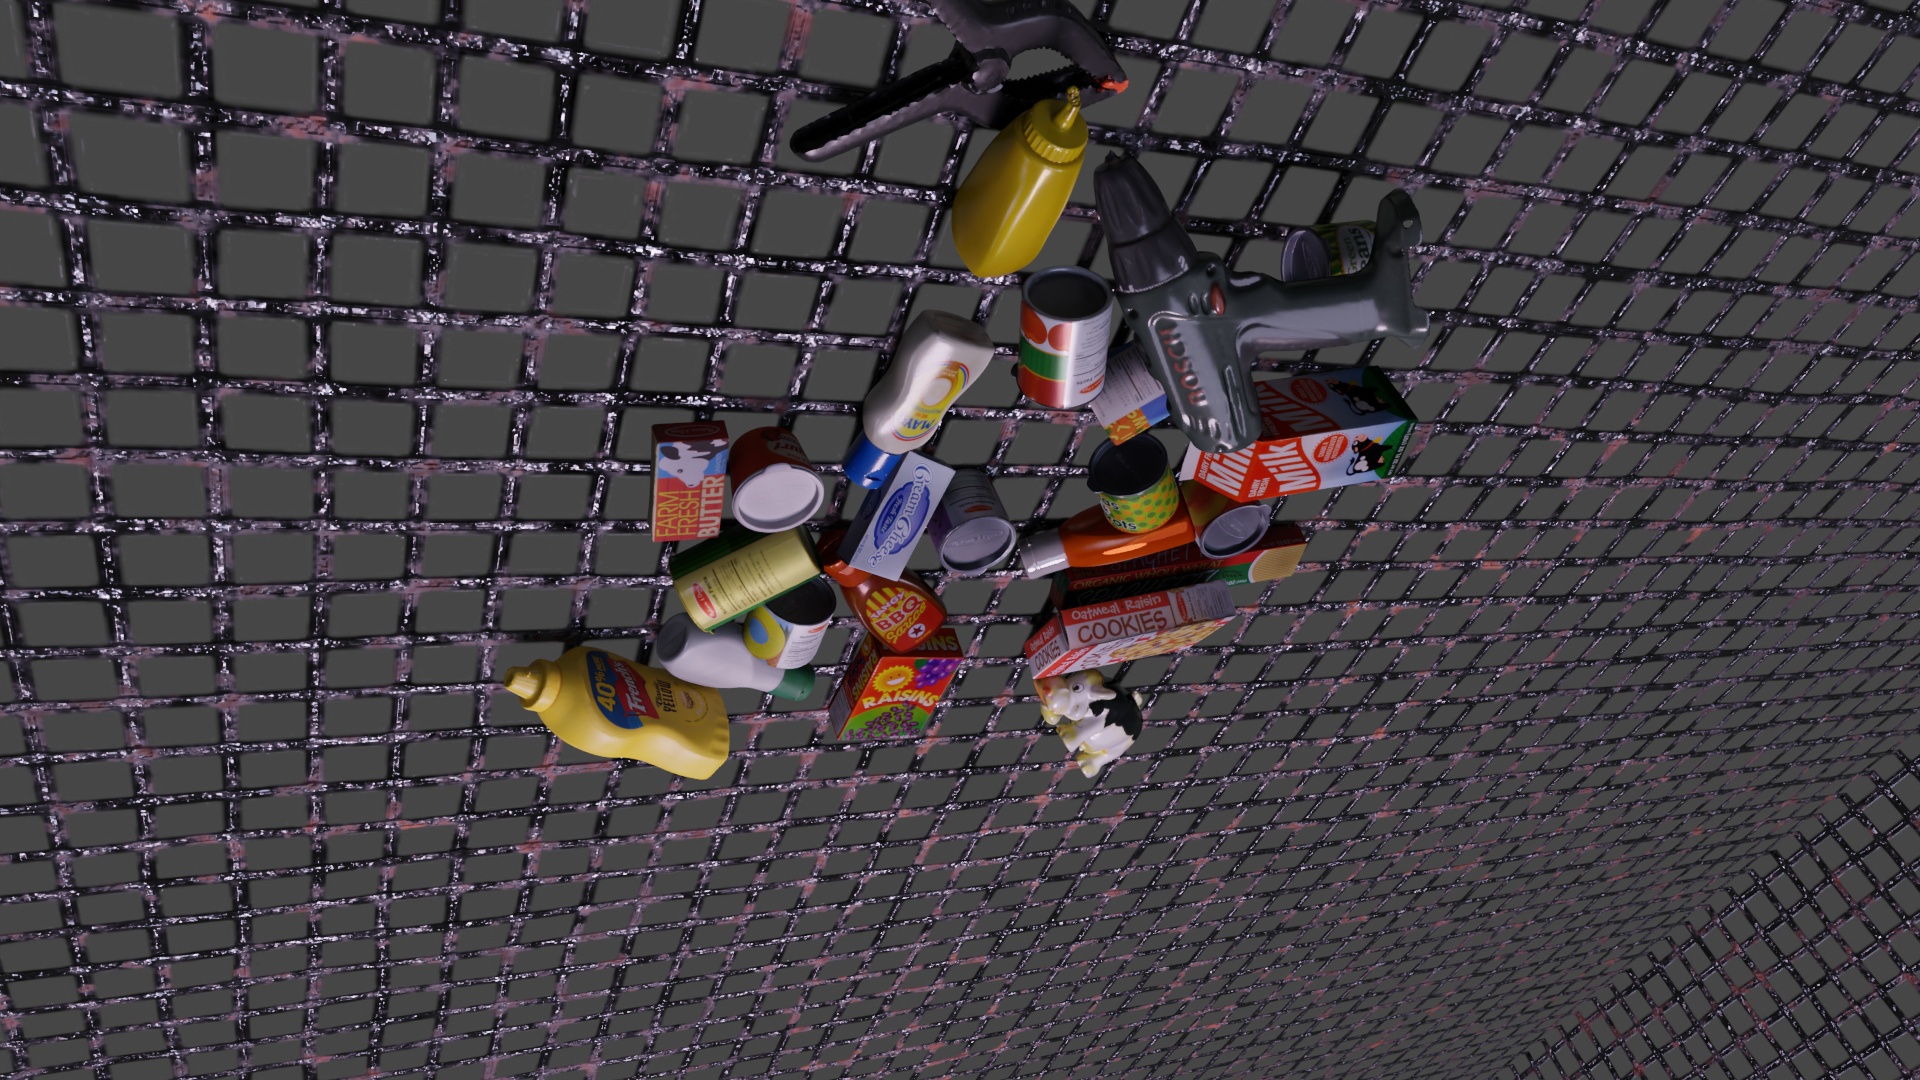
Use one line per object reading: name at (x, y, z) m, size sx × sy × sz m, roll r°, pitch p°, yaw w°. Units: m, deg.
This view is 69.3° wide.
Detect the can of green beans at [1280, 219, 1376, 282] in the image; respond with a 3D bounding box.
can of green beans at (0.283, -0.206, 1.045) m, size 0.058 × 0.071 × 0.070 m, roll -9°, pitch 139°, yaw -17°

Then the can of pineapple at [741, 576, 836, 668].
can of pineapple at (-0.143, 0.062, 1.144) m, size 0.071 × 0.071 × 0.057 m, roll 2°, pitch 135°, yaw -27°

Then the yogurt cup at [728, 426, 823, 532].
yogurt cup at (-0.140, -0.047, 1.028) m, size 0.072 × 0.054 × 0.072 m, roll -14°, pitch 140°, yaw -12°

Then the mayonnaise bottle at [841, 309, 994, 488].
mayonnaise bottle at (-0.038, -0.101, 1.027) m, size 0.065 × 0.041 × 0.147 m, roll 11°, pitch 130°, yaw -37°

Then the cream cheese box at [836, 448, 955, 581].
cream cheese box at (-0.051, -0.023, 1.095) m, size 0.053 × 0.024 × 0.103 m, roll 21°, pitch 101°, yaw -41°

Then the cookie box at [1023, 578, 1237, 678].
cookie box at (0.155, 0.083, 1.297) m, size 0.168 × 0.040 × 0.122 m, roll -10°, pitch 164°, yaw -16°

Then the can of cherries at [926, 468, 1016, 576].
can of cherries at (0.004, -0.014, 1.133) m, size 0.071 × 0.058 × 0.071 m, roll -14°, pitch 140°, yaw -12°

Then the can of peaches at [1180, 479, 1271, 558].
can of peaches at (0.233, -0.028, 1.229) m, size 0.071 × 0.058 × 0.071 m, roll -13°, pitch 139°, yaw -12°

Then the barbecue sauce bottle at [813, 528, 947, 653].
barbecue sauce bottle at (-0.070, 0.040, 1.169) m, size 0.065 × 0.044 × 0.148 m, roll -38°, pitch 139°, yaw 4°

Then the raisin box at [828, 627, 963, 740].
raisin box at (-0.060, 0.132, 1.283) m, size 0.086 × 0.040 × 0.122 m, roll 3°, pitch 135°, yaw -28°

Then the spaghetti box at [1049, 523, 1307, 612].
spaghetti box at (0.205, 0.026, 1.300) m, size 0.251 × 0.029 × 0.049 m, roll -8°, pitch 139°, yaw -18°

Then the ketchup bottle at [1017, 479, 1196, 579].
ketchup bottle at (0.125, -0.006, 1.202) m, size 0.149 × 0.065 × 0.043 m, roll -17°, pitch 127°, yaw 7°

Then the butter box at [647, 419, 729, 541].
butter box at (-0.202, -0.043, 1.026) m, size 0.053 × 0.024 × 0.103 m, roll -5°, pitch 137°, yaw -20°

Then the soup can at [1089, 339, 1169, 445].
soup can at (0.140, -0.121, 1.074) m, size 0.083 × 0.071 × 0.071 m, roll -30°, pitch 140°, yaw 9°

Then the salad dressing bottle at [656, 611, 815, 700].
salad dressing bottle at (-0.188, 0.103, 1.185) m, size 0.064 × 0.044 × 0.147 m, roll -40°, pitch 139°, yaw 22°

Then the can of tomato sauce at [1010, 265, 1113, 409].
can of tomato sauce at (0.073, -0.149, 1.011) m, size 0.071 × 0.071 × 0.082 m, roll -13°, pitch 139°, yaw -12°

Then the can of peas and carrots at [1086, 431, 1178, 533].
can of peas and carrots at (0.143, -0.046, 1.157) m, size 0.071 × 0.071 × 0.058 m, roll -25°, pitch 141°, yaw 3°

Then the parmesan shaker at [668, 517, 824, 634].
parmesan shaker at (-0.165, 0.022, 1.083) m, size 0.103 × 0.071 × 0.071 m, roll -26°, pitch 141°, yaw 2°

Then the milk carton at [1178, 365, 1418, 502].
milk carton at (0.277, -0.088, 1.170) m, size 0.191 × 0.074 × 0.072 m, roll -10°, pitch 139°, yaw -16°

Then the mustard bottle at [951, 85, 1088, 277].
mustard bottle at (0.043, -0.229, 0.872) m, size 0.049 × 0.065 × 0.159 m, roll -14°, pitch 163°, yaw -28°
